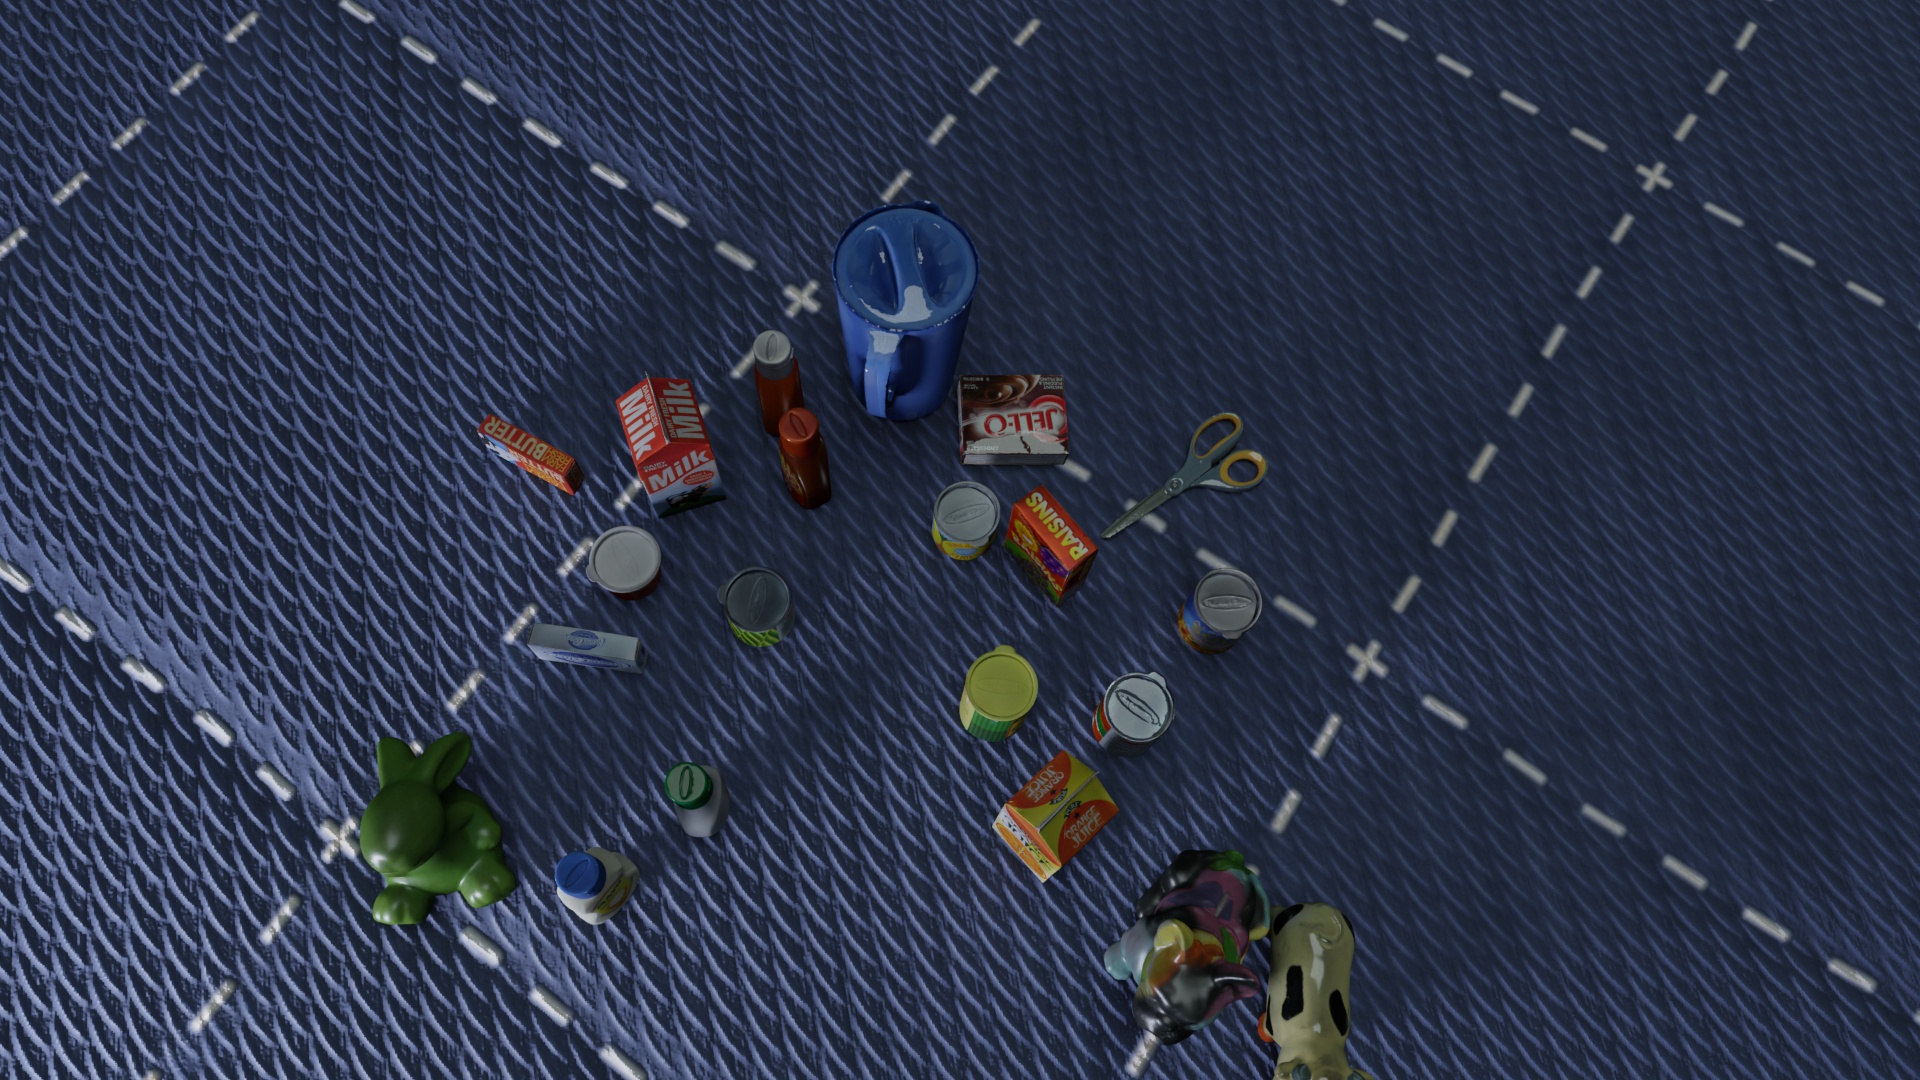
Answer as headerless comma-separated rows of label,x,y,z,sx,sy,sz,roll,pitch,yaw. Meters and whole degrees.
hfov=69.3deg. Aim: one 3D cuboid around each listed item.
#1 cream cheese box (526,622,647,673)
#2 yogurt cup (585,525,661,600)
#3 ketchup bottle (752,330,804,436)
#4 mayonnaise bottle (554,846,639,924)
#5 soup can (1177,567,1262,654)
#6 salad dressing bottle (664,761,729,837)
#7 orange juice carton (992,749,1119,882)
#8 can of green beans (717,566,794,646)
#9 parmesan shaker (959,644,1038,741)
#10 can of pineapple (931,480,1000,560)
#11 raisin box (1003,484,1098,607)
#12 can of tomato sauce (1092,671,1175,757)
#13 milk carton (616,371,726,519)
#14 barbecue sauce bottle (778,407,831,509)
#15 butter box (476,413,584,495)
cream cheese box,-0.355,0.103,1.328,0.104,0.053,0.024,9,71,0
yogurt cup,-0.324,0.025,1.357,0.072,0.053,0.072,1,70,-3
ketchup bottle,-0.181,-0.159,1.382,0.043,0.148,0.065,5,71,-2
mayonnaise bottle,-0.319,0.298,1.210,0.041,0.147,0.065,35,73,9
soup can,0.252,0.073,1.359,0.071,0.083,0.071,1,71,-3
salad dressing bottle,-0.235,0.227,1.240,0.044,0.147,0.064,3,71,-2
orange juice carton,0.084,0.244,1.230,0.072,0.192,0.073,-40,77,-15
can of green beans,-0.195,0.065,1.349,0.071,0.057,0.071,1,70,-3
parmesan shaker,0.035,0.146,1.310,0.071,0.102,0.071,1,71,-3
can of pineapple,0.005,-0.017,1.390,0.071,0.057,0.071,1,70,-3
raisin box,0.086,0.007,1.352,0.040,0.123,0.086,-36,76,-14
can of tomato sauce,0.164,0.165,1.321,0.071,0.082,0.071,1,71,-3
milk carton,-0.277,-0.092,1.330,0.073,0.190,0.072,-18,73,-9
barbecue sauce bottle,-0.154,-0.084,1.357,0.044,0.148,0.065,-28,75,-12
butter box,-0.429,-0.086,1.391,0.103,0.053,0.024,28,72,6
